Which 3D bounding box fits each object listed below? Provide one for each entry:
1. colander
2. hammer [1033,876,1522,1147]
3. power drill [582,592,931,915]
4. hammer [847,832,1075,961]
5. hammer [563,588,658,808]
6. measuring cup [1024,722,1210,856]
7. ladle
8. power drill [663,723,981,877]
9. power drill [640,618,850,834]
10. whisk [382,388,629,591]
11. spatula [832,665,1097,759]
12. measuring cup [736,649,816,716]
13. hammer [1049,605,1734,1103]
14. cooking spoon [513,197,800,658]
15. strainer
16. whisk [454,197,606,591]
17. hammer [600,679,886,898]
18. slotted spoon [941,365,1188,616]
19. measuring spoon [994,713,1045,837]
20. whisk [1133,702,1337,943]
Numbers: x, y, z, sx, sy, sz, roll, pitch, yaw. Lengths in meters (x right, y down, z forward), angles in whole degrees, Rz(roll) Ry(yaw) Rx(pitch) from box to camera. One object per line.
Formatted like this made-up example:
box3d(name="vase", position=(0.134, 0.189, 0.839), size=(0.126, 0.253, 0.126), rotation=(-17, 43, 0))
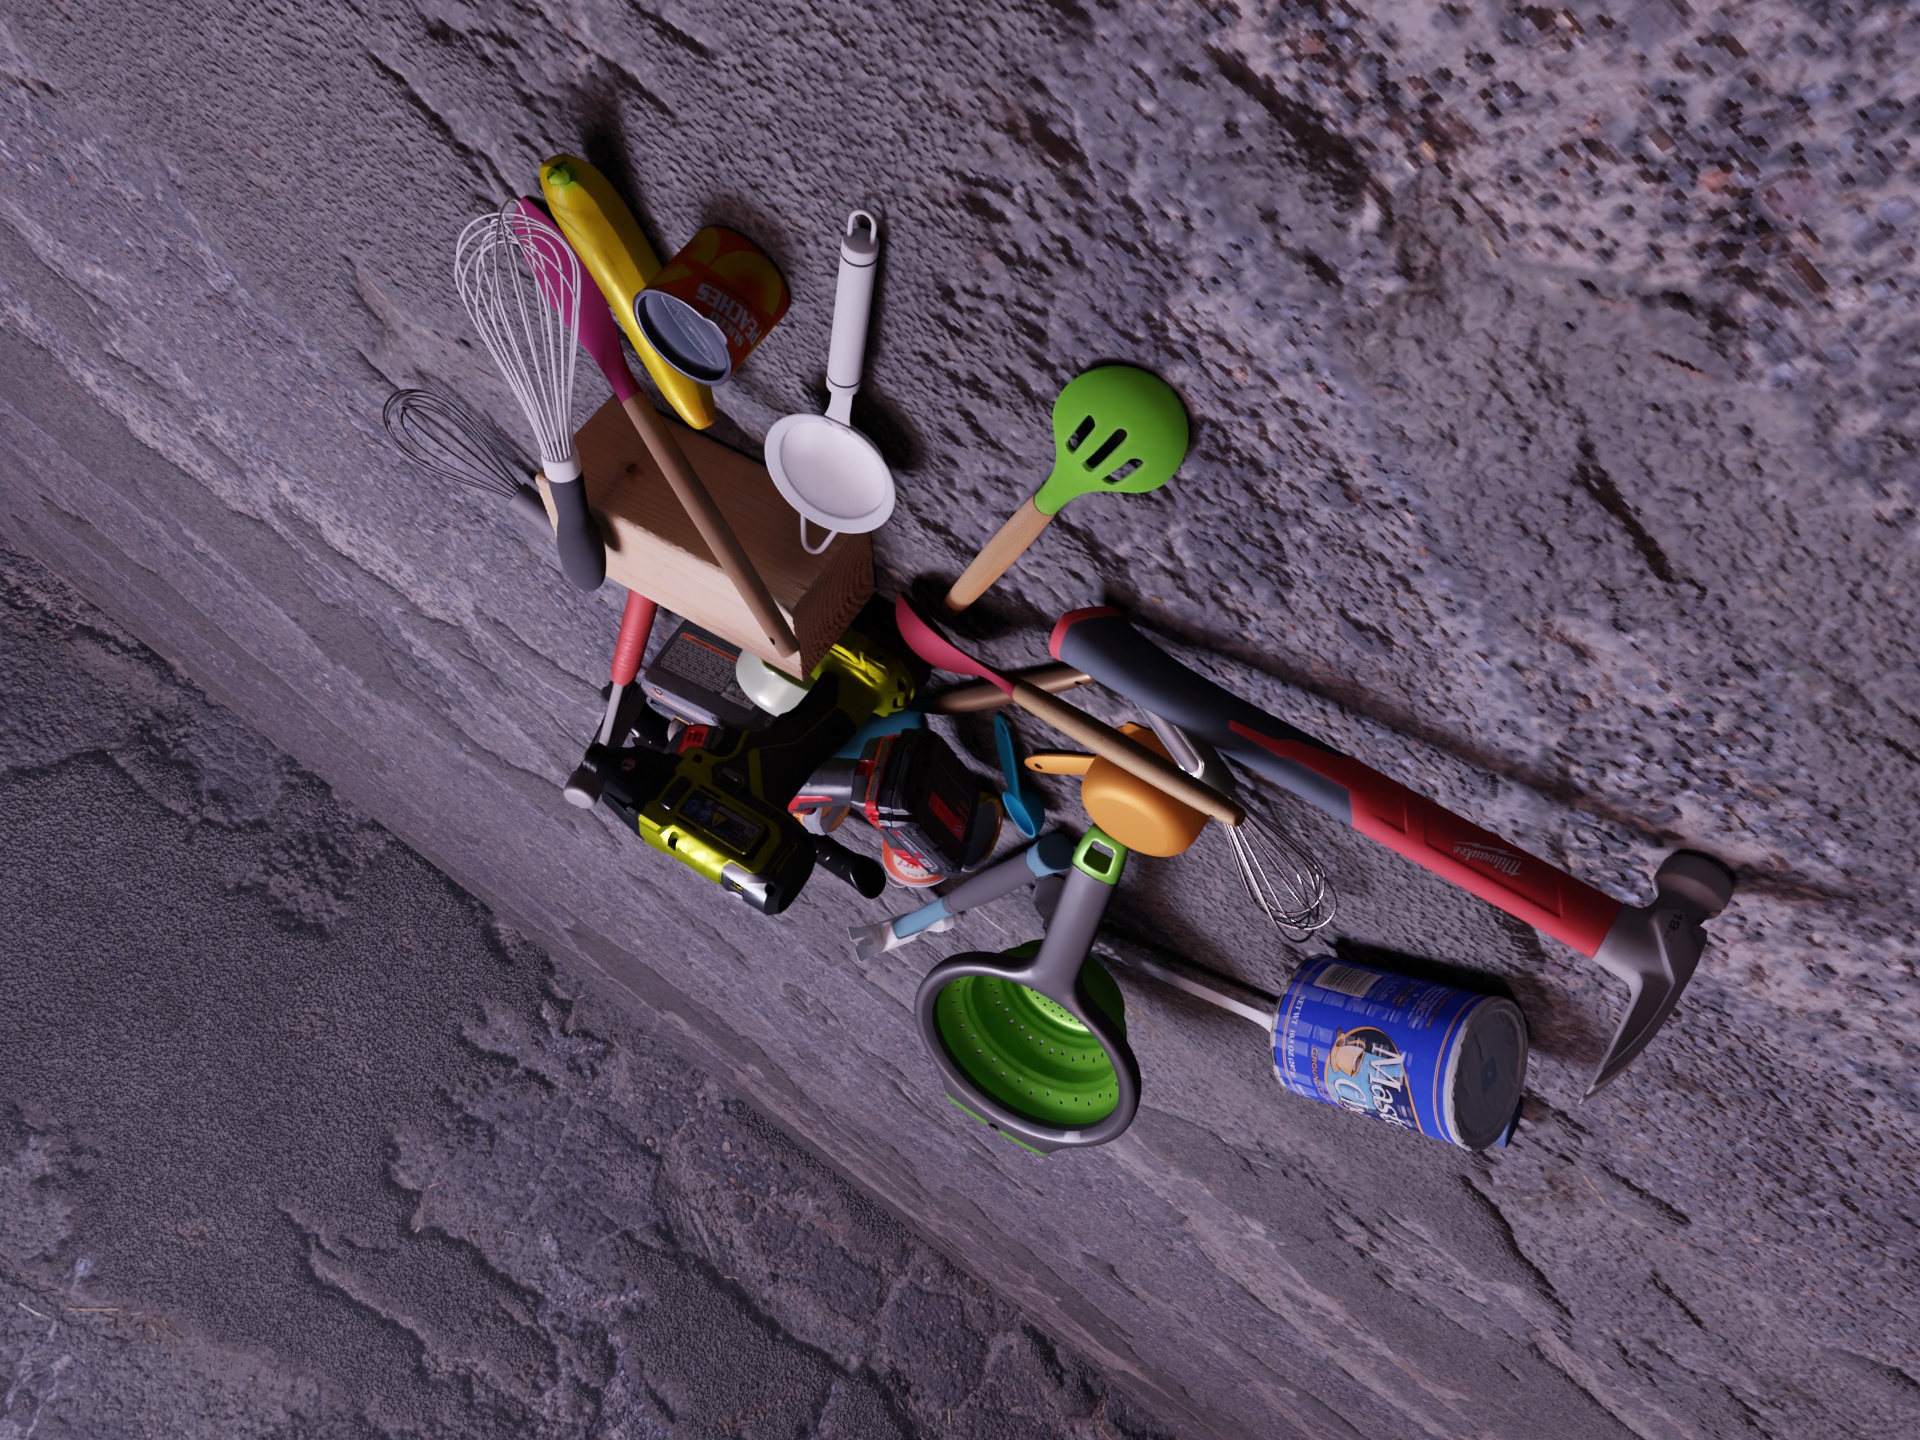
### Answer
box3d(name="colander", position=(0.086, 0.196, 1.272), size=(0.204, 0.094, 0.396), rotation=(29, 136, 13))
box3d(name="hammer", position=(0.244, 0.241, 1.277), size=(0.406, 0.035, 0.143), rotation=(21, 152, 29))
box3d(name="power drill", position=(-0.137, 0.002, 1.098), size=(0.171, 0.223, 0.080), rotation=(30, 155, 11))
box3d(name="hammer", position=(0.003, 0.152, 1.368), size=(0.331, 0.128, 0.033), rotation=(-35, 74, 57))
box3d(name="hammer", position=(-0.268, -0.062, 1.305), size=(0.036, 0.149, 0.359), rotation=(23, 147, -7))
box3d(name="measuring cup", position=(0.096, 0.050, 1.095), size=(0.174, 0.052, 0.095), rotation=(2, 140, 47))
box3d(name="ladle", position=(0.055, -0.008, 0.970), size=(0.316, 0.031, 0.069), rotation=(33, 175, 43))
box3d(name="power drill", position=(-0.104, 0.059, 1.212), size=(0.220, 0.079, 0.143), rotation=(3, 154, 24))
box3d(name="power drill", position=(-0.197, 0.003, 1.361), size=(0.185, 0.084, 0.226), rotation=(25, 159, 22))
box3d(name="whisk", position=(-0.354, -0.178, 1.267), size=(0.238, 0.055, 0.055), rotation=(38, 156, -17))
box3d(name="spatula", position=(-0.002, -0.004, 1.136), size=(0.082, 0.044, 0.317), rotation=(29, 159, -26))
box3d(name="measuring cup", position=(-0.166, -0.061, 1.216), size=(0.168, 0.083, 0.038), rotation=(41, 114, 16))
box3d(name="hammer", position=(0.206, 0.050, 0.873), size=(0.386, 0.143, 0.038), rotation=(30, 158, 21))
box3d(name="cooking spoon", position=(-0.187, -0.176, 0.976), size=(0.319, 0.017, 0.069), rotation=(58, 152, -3))
box3d(name="strainer", position=(-0.064, -0.186, 0.889), size=(0.087, 0.050, 0.258), rotation=(26, 149, 6))
box3d(name="whisk", position=(-0.245, -0.180, 0.953), size=(0.070, 0.070, 0.284), rotation=(26, 144, 20))
box3d(name="hammer", position=(-0.202, 0.077, 1.512), size=(0.335, 0.035, 0.146), rotation=(30, 157, 28))
box3d(name="slotted spoon", position=(0.041, -0.112, 0.904), size=(0.070, 0.031, 0.313), rotation=(39, 157, -5))
box3d(name="measuring spoon", position=(0.045, 0.037, 1.189), size=(0.042, 0.021, 0.128), rotation=(45, 157, 41))
box3d(name="whisk", position=(0.169, 0.050, 1.014), size=(0.058, 0.059, 0.246), rotation=(-13, 123, 44))
